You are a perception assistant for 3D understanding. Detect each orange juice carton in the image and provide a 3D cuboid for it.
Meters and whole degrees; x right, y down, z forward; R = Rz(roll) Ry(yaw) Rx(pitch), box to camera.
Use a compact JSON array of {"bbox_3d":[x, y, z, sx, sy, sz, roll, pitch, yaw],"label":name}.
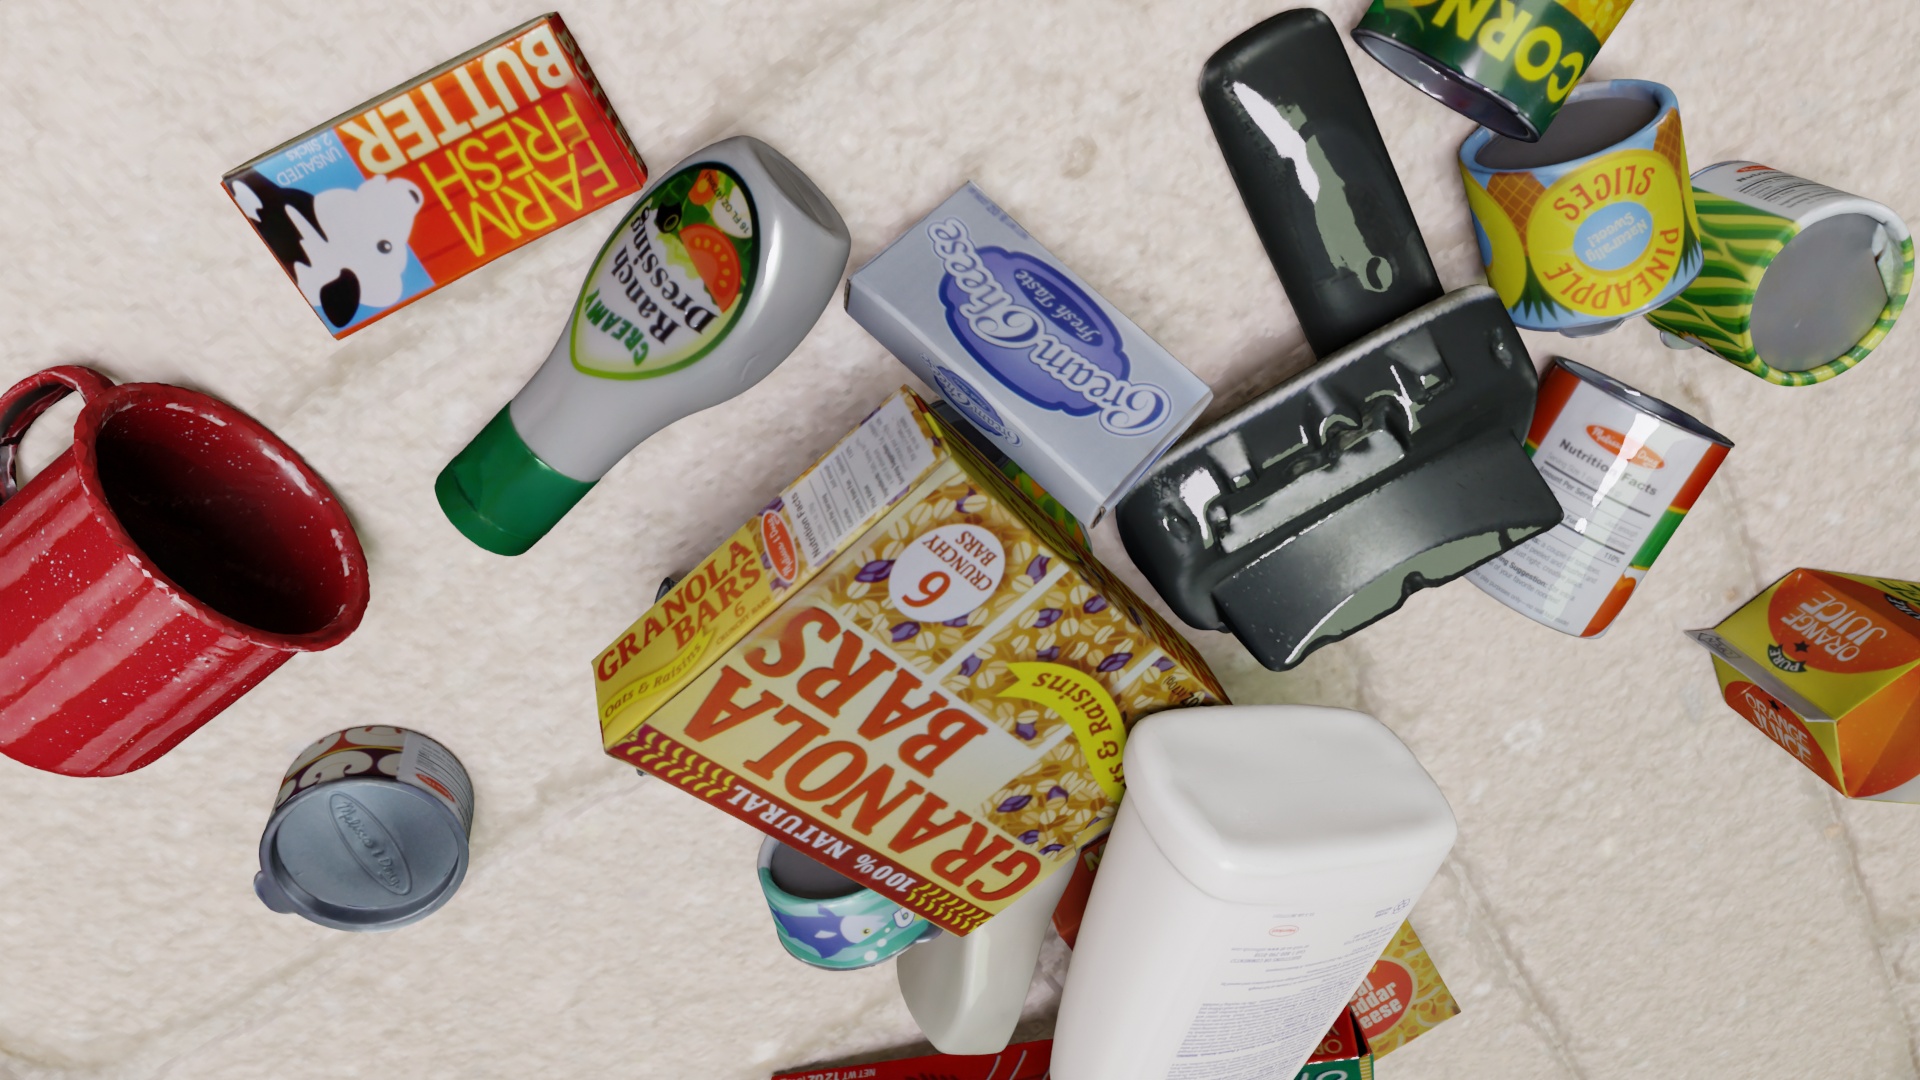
[{"bbox_3d":[0.406,0.064,0.588,0.193,0.072,0.072,7,115,-17],"label":"orange juice carton"}]

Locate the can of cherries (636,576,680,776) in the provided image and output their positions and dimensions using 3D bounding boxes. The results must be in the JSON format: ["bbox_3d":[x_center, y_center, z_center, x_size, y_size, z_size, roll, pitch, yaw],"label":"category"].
[{"bbox_3d":[-0.076,0.049,0.471,0.058,0.072,0.071,8,114,-18],"label":"can of cherries"}]

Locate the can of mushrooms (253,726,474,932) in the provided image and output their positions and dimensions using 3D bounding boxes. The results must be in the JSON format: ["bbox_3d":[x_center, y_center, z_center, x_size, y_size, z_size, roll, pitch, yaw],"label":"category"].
[{"bbox_3d":[-0.207,0.101,0.483,0.071,0.033,0.070,-6,118,-11],"label":"can of mushrooms"}]

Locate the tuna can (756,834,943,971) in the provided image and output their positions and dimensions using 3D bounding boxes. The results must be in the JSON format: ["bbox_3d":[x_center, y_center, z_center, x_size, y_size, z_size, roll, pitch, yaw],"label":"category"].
[{"bbox_3d":[-0.038,0.123,0.513,0.071,0.071,0.032,-16,119,-5],"label":"tuna can"}]

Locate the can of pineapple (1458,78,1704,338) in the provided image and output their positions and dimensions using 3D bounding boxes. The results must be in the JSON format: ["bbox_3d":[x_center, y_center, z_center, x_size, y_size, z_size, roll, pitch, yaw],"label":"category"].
[{"bbox_3d":[0.202,-0.109,0.452,0.071,0.071,0.057,-26,119,1],"label":"can of pineapple"}]

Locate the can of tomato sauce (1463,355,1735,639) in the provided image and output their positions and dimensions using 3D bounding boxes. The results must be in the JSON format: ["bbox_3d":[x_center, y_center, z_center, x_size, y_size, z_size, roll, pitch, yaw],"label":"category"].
[{"bbox_3d":[0.228,-0.016,0.509,0.071,0.071,0.082,16,112,-20],"label":"can of tomato sauce"}]

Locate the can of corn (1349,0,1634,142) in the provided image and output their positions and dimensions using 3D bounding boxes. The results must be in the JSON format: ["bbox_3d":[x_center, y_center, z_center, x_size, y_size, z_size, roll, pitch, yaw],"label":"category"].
[{"bbox_3d":[0.162,-0.161,0.415,0.071,0.071,0.058,24,108,-23],"label":"can of corn"}]

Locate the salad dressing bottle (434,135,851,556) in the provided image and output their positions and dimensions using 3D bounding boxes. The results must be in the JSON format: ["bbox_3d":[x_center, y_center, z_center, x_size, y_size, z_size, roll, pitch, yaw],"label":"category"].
[{"bbox_3d":[-0.098,-0.054,0.418,0.147,0.064,0.044,-42,161,17],"label":"salad dressing bottle"}]

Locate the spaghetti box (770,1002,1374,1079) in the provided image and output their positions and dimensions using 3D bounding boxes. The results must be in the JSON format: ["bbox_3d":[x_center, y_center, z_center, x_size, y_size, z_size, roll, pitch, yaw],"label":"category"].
[{"bbox_3d":[0.044,0.233,0.578,0.250,0.029,0.050,-11,124,8],"label":"spaghetti box"}]

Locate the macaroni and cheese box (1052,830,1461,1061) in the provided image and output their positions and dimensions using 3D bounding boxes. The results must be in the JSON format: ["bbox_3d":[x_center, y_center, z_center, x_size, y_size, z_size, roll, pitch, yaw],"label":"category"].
[{"bbox_3d":[0.126,0.173,0.595,0.123,0.040,0.166,-32,120,5],"label":"macaroni and cheese box"}]

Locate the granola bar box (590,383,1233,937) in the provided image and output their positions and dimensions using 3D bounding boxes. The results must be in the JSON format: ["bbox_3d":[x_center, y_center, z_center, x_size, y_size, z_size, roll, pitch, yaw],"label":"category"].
[{"bbox_3d":[-0.006,0.048,0.419,0.124,0.039,0.165,-40,131,11],"label":"granola bar box"}]

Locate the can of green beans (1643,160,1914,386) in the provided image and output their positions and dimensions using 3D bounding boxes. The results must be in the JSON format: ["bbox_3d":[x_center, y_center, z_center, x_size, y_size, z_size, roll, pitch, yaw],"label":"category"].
[{"bbox_3d":[0.282,-0.093,0.485,0.071,0.058,0.071,-6,118,-10],"label":"can of green beans"}]

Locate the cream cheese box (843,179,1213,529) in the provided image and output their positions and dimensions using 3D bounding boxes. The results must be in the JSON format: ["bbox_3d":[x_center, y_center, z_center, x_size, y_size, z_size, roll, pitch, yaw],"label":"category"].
[{"bbox_3d":[0.020,-0.057,0.420,0.104,0.024,0.053,42,70,8],"label":"cream cheese box"}]

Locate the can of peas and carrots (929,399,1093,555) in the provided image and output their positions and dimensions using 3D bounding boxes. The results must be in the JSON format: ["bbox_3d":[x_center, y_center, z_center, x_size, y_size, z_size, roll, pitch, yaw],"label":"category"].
[{"bbox_3d":[0.002,-0.006,0.458,0.071,0.071,0.058,-27,120,2],"label":"can of peas and carrots"}]

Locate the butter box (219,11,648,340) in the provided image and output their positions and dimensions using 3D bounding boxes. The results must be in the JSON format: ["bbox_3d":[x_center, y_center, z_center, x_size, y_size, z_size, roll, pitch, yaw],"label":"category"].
[{"bbox_3d":[-0.148,-0.104,0.397,0.103,0.024,0.053,-26,119,1],"label":"butter box"}]

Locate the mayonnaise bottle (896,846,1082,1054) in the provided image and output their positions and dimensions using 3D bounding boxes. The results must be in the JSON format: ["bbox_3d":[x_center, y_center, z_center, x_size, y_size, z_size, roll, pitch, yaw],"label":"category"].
[{"bbox_3d":[0.018,0.121,0.532,0.041,0.065,0.147,11,110,-26],"label":"mayonnaise bottle"}]
